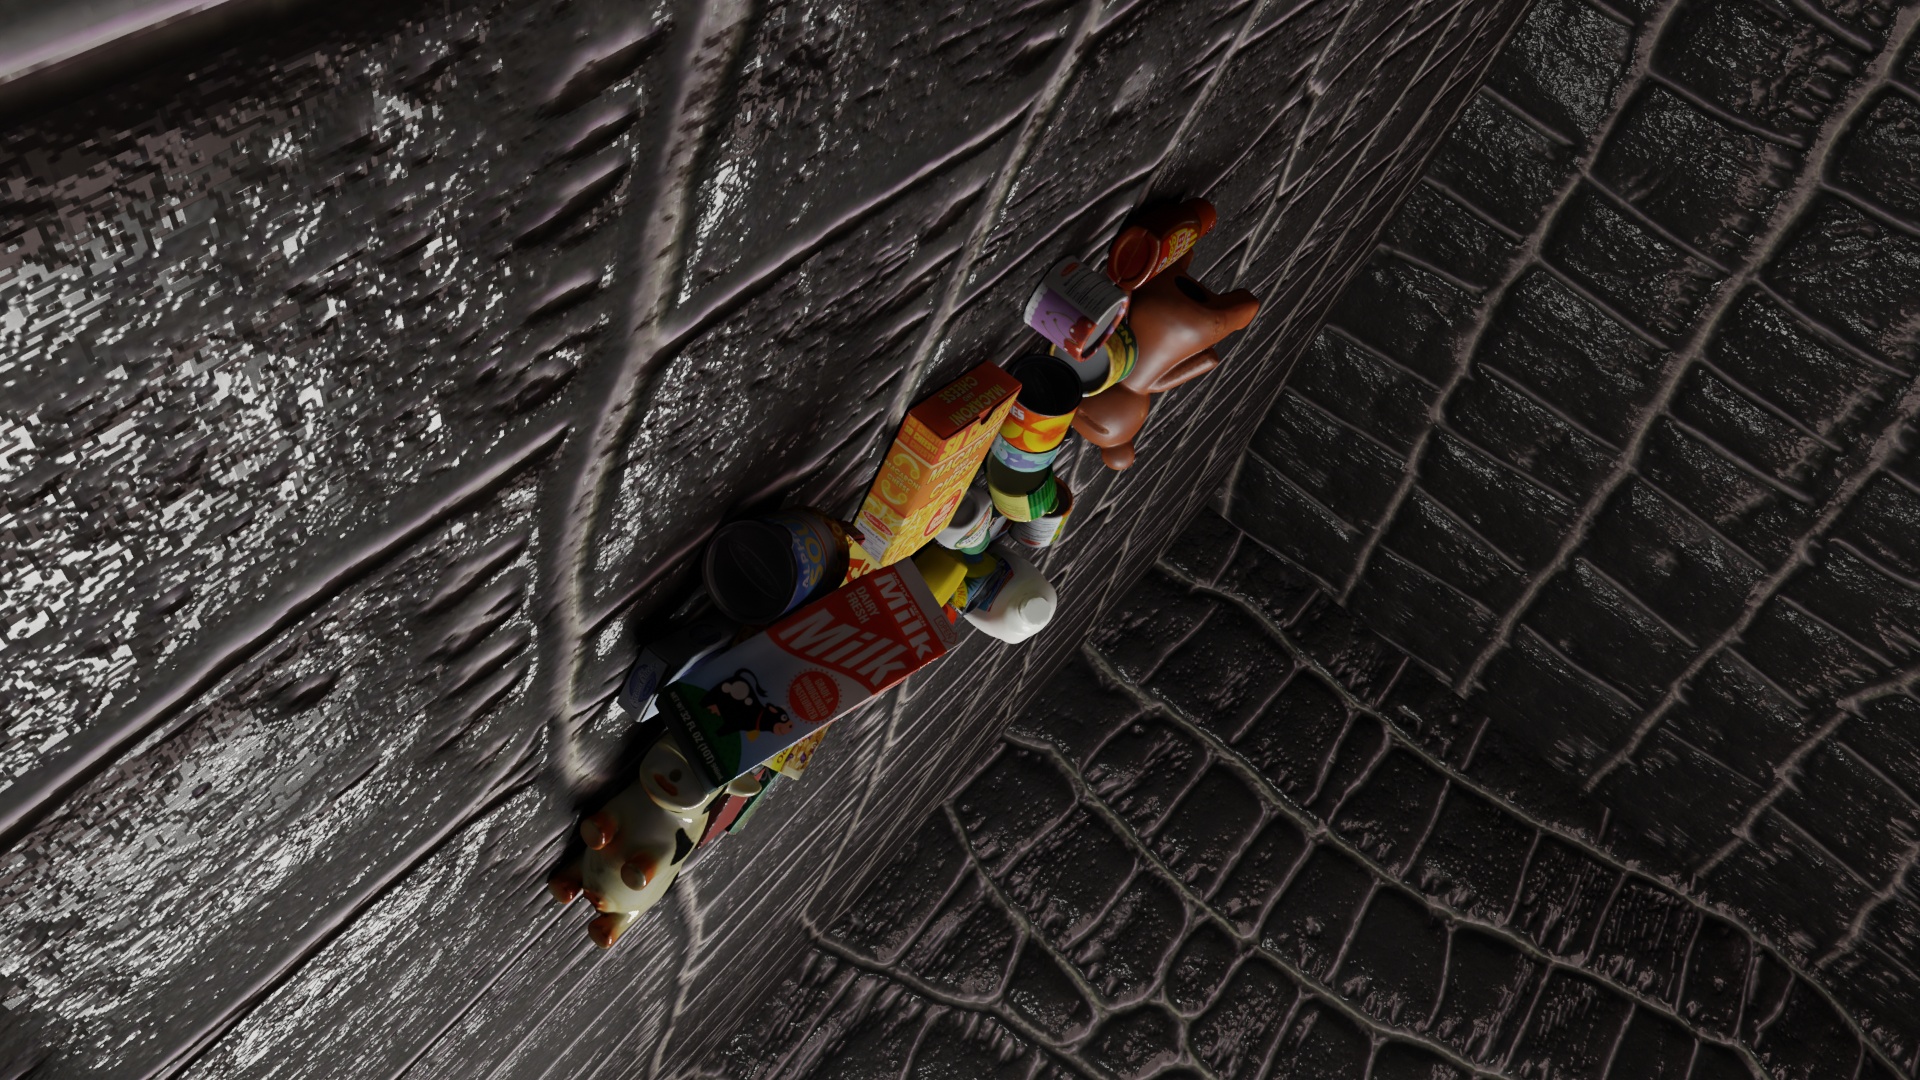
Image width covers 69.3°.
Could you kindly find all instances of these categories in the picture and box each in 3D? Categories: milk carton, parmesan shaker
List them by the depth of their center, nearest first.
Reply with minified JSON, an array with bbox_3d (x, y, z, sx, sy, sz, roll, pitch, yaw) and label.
[{"bbox_3d":[-0.095,0.083,0.896,0.191,0.072,0.073,-30,176,-20],"label":"milk carton"},{"bbox_3d":[0.061,-0.060,1.353,0.071,0.071,0.103,-50,169,-6],"label":"parmesan shaker"}]

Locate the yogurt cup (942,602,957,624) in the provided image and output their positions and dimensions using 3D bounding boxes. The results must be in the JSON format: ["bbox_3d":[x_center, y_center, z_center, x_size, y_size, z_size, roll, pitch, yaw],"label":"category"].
[{"bbox_3d":[-0.040,0.084,1.432,0.054,0.072,0.072,-57,170,-14],"label":"yogurt cup"}]

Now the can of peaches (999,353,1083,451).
[{"bbox_3d":[0.065,-0.118,1.205,0.071,0.071,0.057,-45,167,-30],"label":"can of peaches"}]

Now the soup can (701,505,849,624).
[{"bbox_3d":[-0.115,0.012,0.894,0.071,0.071,0.084,-55,169,18],"label":"soup can"}]

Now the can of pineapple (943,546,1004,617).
[{"bbox_3d":[0.002,0.036,1.459,0.071,0.058,0.070,-49,168,-14],"label":"can of pineapple"}]

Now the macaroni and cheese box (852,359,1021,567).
[{"bbox_3d":[-0.024,-0.053,1.115,0.124,0.040,0.165,-40,164,-49],"label":"macaroni and cheese box"}]

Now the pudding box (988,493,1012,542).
[{"bbox_3d":[0.032,-0.024,1.458,0.049,0.030,0.084,-59,167,28],"label":"pudding box"}]

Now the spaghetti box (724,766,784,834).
[{"bbox_3d":[-0.147,0.158,1.273,0.250,0.050,0.028,-50,167,-4],"label":"spaghetti box"}]

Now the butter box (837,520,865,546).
[{"bbox_3d":[-0.117,0.032,1.059,0.103,0.024,0.053,-54,167,11],"label":"butter box"}]

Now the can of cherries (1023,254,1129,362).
[{"bbox_3d":[0.093,-0.185,1.119,0.071,0.058,0.071,-49,168,-14],"label":"can of cherries"}]

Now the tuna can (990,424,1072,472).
[{"bbox_3d":[0.062,-0.096,1.247,0.071,0.071,0.032,-45,168,-31],"label":"tuna can"}]

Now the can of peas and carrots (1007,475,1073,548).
[{"bbox_3d":[0.087,-0.036,1.554,0.071,0.071,0.058,-44,166,-34],"label":"can of peas and carrots"}]

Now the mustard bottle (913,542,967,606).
[{"bbox_3d":[-0.059,0.075,1.362,0.160,0.049,0.065,-50,168,-2],"label":"mustard bottle"}]

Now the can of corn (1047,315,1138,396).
[{"bbox_3d":[0.121,-0.170,1.256,0.058,0.071,0.070,-34,159,-56],"label":"can of corn"}]

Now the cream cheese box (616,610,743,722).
[{"bbox_3d":[-0.186,0.083,0.946,0.053,0.024,0.104,-57,167,24],"label":"cream cheese box"}]

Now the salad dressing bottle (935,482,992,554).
[{"bbox_3d":[0.005,-0.017,1.337,0.064,0.044,0.147,-49,169,-4],"label":"salad dressing bottle"}]

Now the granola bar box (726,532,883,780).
[{"bbox_3d":[-0.114,0.079,0.997,0.166,0.039,0.124,-60,154,-10],"label":"granola bar box"}]

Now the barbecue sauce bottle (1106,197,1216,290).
[{"bbox_3d":[0.184,-0.273,1.242,0.149,0.044,0.064,-39,162,-49],"label":"barbecue sauce bottle"}]
